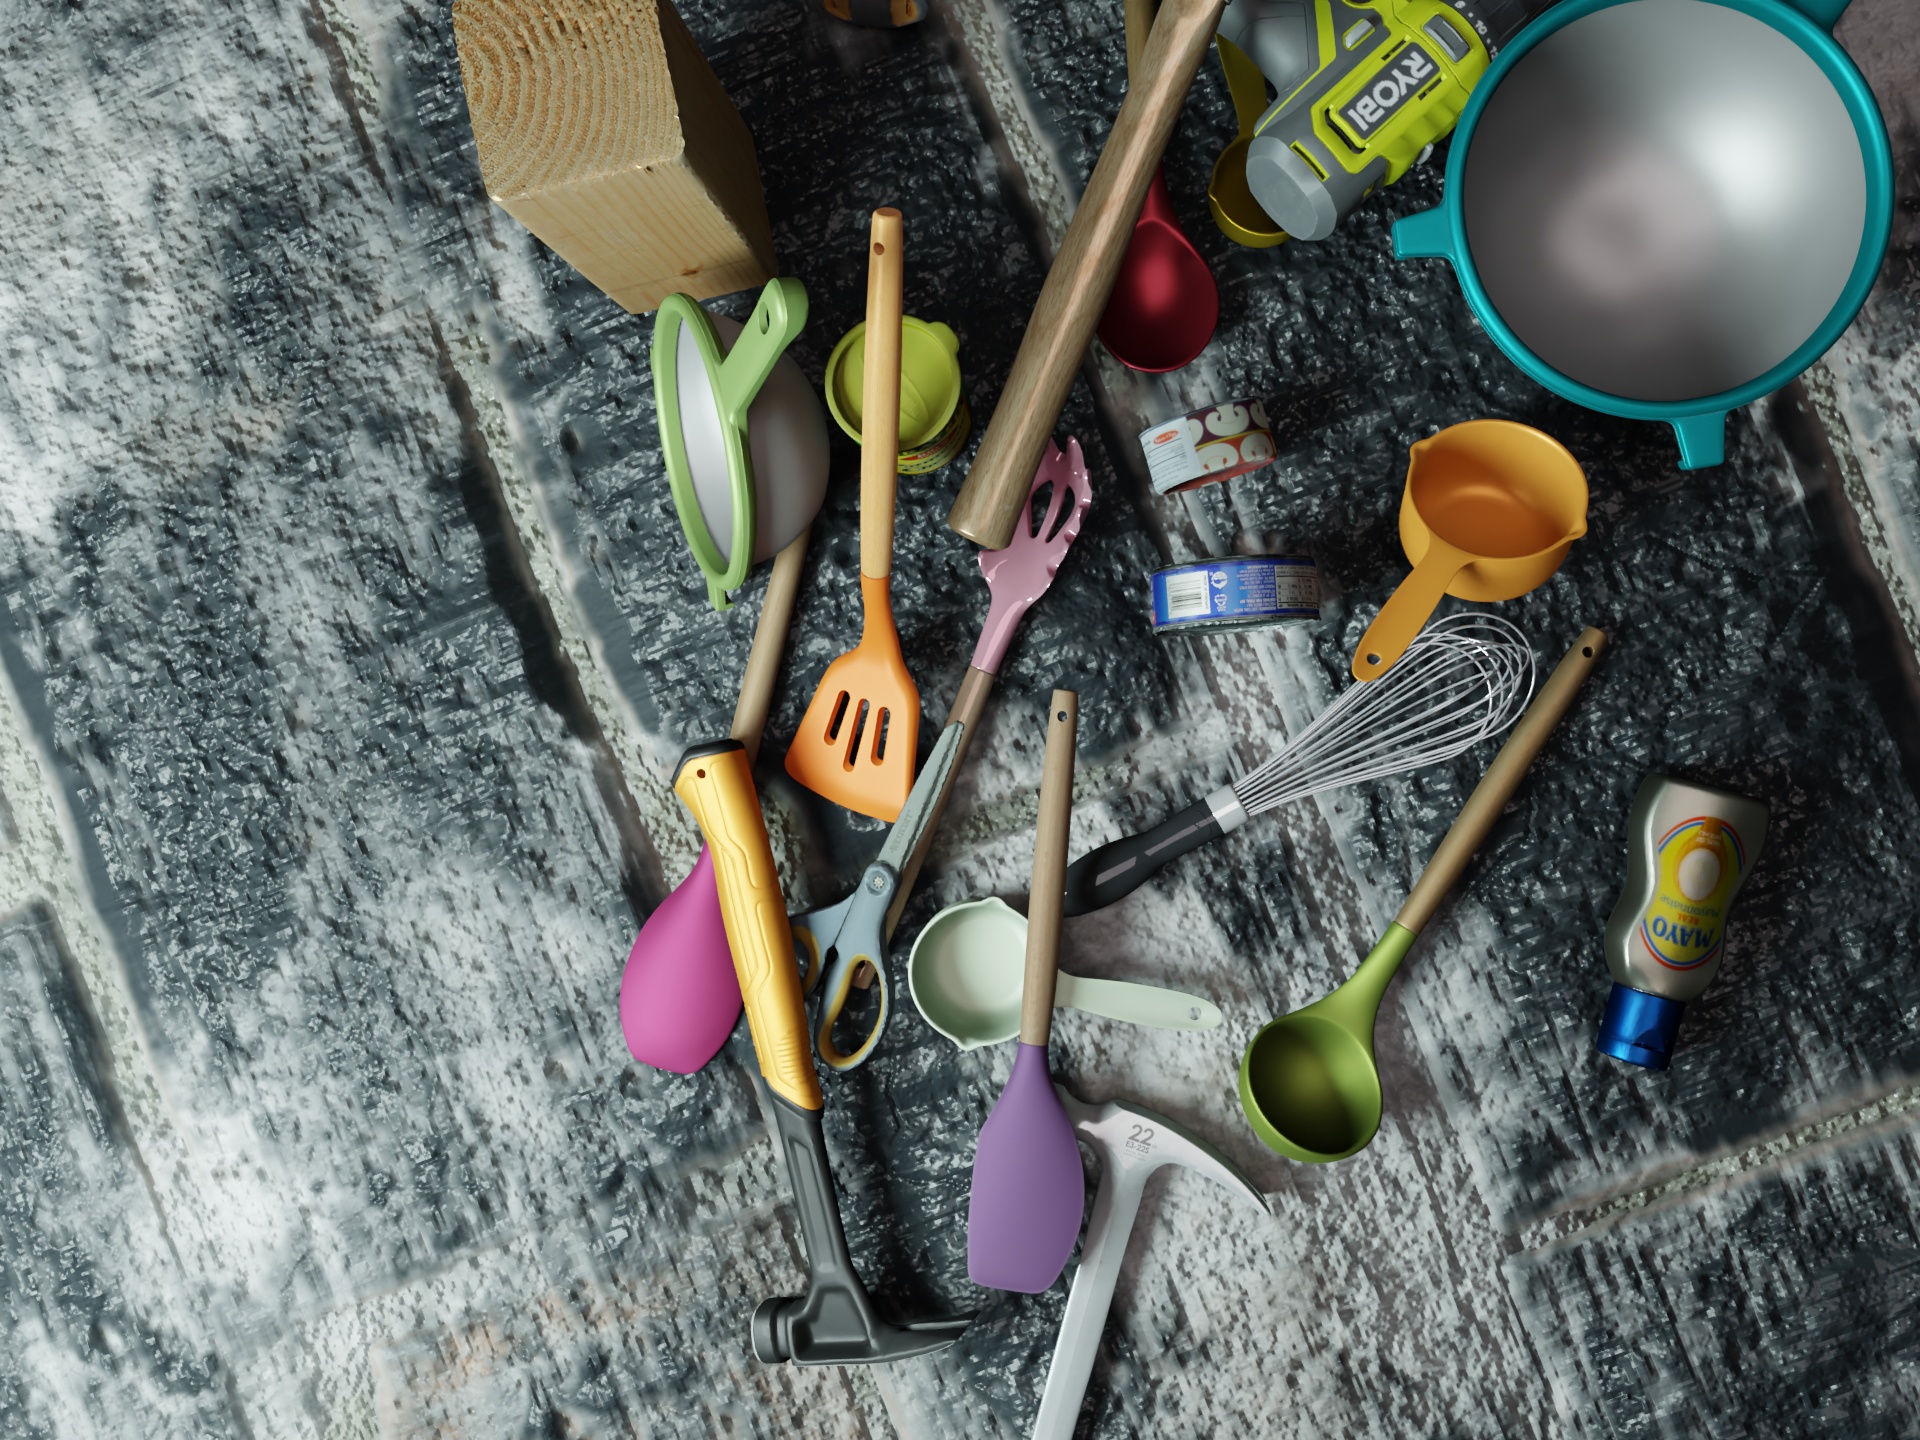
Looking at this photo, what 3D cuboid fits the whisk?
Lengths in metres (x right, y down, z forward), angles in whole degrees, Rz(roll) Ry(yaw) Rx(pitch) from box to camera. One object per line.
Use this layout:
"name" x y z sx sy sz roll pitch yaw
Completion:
"whisk" 0.168 0.030 0.834 0.284 0.070 0.070 -29 88 8

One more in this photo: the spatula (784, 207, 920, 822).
"spatula" -0.045 -0.089 0.778 0.081 0.041 0.322 23 132 21

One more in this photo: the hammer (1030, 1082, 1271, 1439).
"hammer" 0.050 0.404 0.853 0.144 0.035 0.405 15 92 4

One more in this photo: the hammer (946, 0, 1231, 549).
"hammer" 0.067 -0.241 0.777 0.130 0.031 0.331 26 107 9

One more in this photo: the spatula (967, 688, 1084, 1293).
"spatula" 0.043 0.141 0.822 0.060 0.018 0.316 5 93 7

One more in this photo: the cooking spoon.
"cooking spoon" -0.126 0.039 0.872 0.069 0.017 0.319 14 92 3

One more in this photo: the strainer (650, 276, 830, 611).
"strainer" -0.090 -0.156 0.771 0.069 0.256 0.151 -13 85 -21

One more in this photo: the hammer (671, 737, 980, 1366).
"hammer" -0.087 0.174 0.840 0.127 0.034 0.337 -13 91 25

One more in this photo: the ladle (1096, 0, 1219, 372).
"ladle" 0.097 -0.338 0.848 0.069 0.031 0.315 -3 88 0

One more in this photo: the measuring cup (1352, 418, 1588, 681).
"measuring cup" 0.243 -0.073 0.799 0.095 0.052 0.174 33 71 21

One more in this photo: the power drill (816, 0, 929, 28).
"power drill" -0.117 -0.475 0.838 0.226 0.084 0.185 6 91 0

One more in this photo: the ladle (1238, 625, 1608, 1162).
"ladle" 0.249 0.087 0.826 0.078 0.062 0.320 33 90 3

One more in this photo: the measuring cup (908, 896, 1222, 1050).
"measuring cup" 0.055 0.141 0.851 0.167 0.038 0.083 11 92 0

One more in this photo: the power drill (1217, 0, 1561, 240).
"power drill" 0.175 -0.383 0.799 0.190 0.080 0.228 -43 89 -3

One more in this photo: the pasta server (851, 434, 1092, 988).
"pasta server" -0.001 -0.003 0.853 0.060 0.040 0.316 23 94 25

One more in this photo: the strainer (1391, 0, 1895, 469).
"strainer" 0.375 -0.301 0.794 0.211 0.095 0.340 36 91 1

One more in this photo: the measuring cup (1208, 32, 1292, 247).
"measuring cup" 0.151 -0.326 0.847 0.062 0.029 0.156 -9 81 -1
